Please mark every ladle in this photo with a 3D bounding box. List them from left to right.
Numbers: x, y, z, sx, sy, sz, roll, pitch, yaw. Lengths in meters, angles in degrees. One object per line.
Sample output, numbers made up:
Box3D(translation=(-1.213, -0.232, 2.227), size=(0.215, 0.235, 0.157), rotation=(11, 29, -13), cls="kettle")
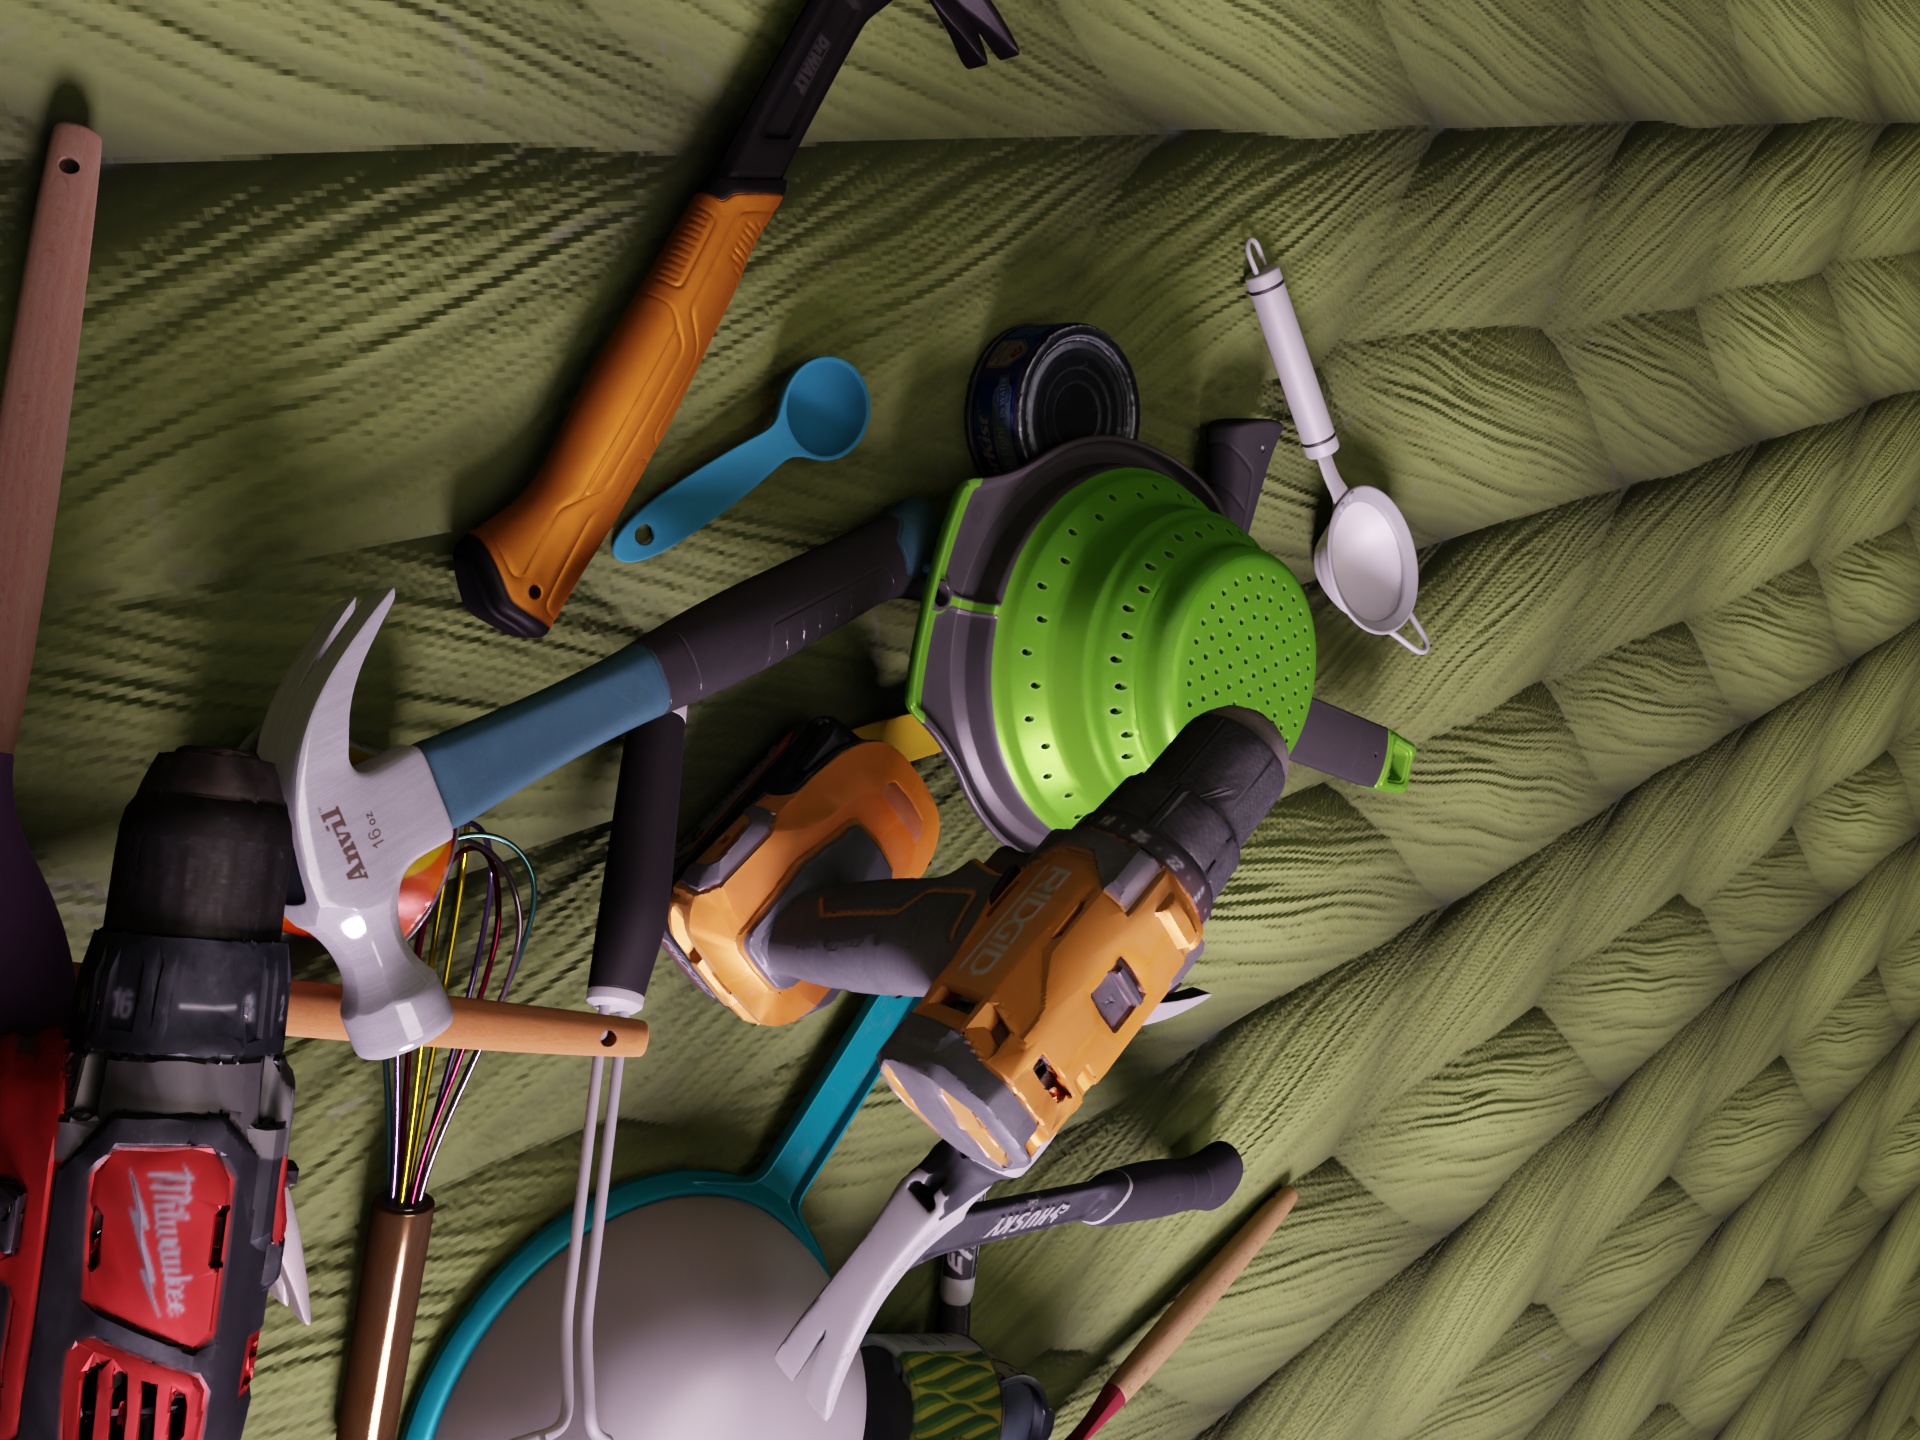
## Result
Box3D(translation=(0.103, 0.359, 0.890), size=(0.315, 0.069, 0.031), rotation=(-33, 81, -39), cls="ladle")

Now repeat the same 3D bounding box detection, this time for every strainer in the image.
Box3D(translation=(-0.077, 0.247, 0.660), size=(0.210, 0.095, 0.340), rotation=(47, 68, -38), cls="strainer")
Box3D(translation=(0.202, -0.147, 0.886), size=(0.087, 0.050, 0.258), rotation=(-43, 119, -36), cls="strainer")

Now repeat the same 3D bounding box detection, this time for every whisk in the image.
Box3D(translation=(-0.195, 0.151, 0.572), size=(0.051, 0.047, 0.245), rotation=(6, 98, -38), cls="whisk")

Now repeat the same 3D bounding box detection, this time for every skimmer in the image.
Box3D(translation=(-0.155, 0.160, 0.563), size=(0.127, 0.090, 0.364), rotation=(43, 45, -56), cls="skimmer")

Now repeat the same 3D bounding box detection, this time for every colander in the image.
Box3D(translation=(0.150, -0.009, 0.774), size=(0.396, 0.094, 0.204), rotation=(17, 85, -44), cls="colander")

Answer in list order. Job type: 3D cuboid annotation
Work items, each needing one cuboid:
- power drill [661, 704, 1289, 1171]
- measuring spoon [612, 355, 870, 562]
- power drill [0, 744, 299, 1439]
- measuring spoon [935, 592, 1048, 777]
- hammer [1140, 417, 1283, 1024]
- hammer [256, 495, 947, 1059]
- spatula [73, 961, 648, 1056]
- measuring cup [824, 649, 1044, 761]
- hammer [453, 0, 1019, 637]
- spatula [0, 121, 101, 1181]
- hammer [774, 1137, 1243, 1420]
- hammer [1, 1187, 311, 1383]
Box3D(translation=(0.001, 0.055, 0.599), size=(0.185, 0.226, 0.084), rotation=(-47, 122, -24), cls="power drill")
Box3D(translation=(-0.091, -0.103, 0.639), size=(0.128, 0.021, 0.042), rotation=(-39, 123, -21), cls="measuring spoon")
Box3D(translation=(-0.279, 0.091, 0.383), size=(0.226, 0.080, 0.188), rotation=(8, 81, -25), cls="power drill")
Box3D(translation=(0.019, -0.013, 0.723), size=(0.021, 0.011, 0.116), rotation=(-47, 120, -15), cls="measuring spoon")
Box3D(translation=(0.112, -0.002, 0.832), size=(0.146, 0.035, 0.335), rotation=(21, 83, -43), cls="hammer")
Box3D(translation=(-0.104, -0.018, 0.576), size=(0.331, 0.033, 0.128), rotation=(-34, 111, -50), cls="hammer")
Box3D(translation=(-0.248, 0.083, 0.471), size=(0.322, 0.041, 0.081), rotation=(11, 85, -25), cls="spatula")
Box3D(translation=(-0.001, -0.002, 0.739), size=(0.156, 0.029, 0.062), rotation=(-15, 107, -28), cls="measuring cup")
Box3D(translation=(-0.090, -0.178, 0.610), size=(0.127, 0.034, 0.337), rotation=(37, 73, -40), cls="hammer")
Box3D(translation=(-0.268, -0.016, 0.446), size=(0.059, 0.018, 0.316), rotation=(7, 82, -26), cls="spatula")
Box3D(translation=(0.057, 0.227, 0.738), size=(0.149, 0.036, 0.408), rotation=(-52, 153, 7), cls="hammer")
Box3D(translation=(-0.313, 0.271, 0.487), size=(0.129, 0.031, 0.331), rotation=(33, 75, -41), cls="hammer")
